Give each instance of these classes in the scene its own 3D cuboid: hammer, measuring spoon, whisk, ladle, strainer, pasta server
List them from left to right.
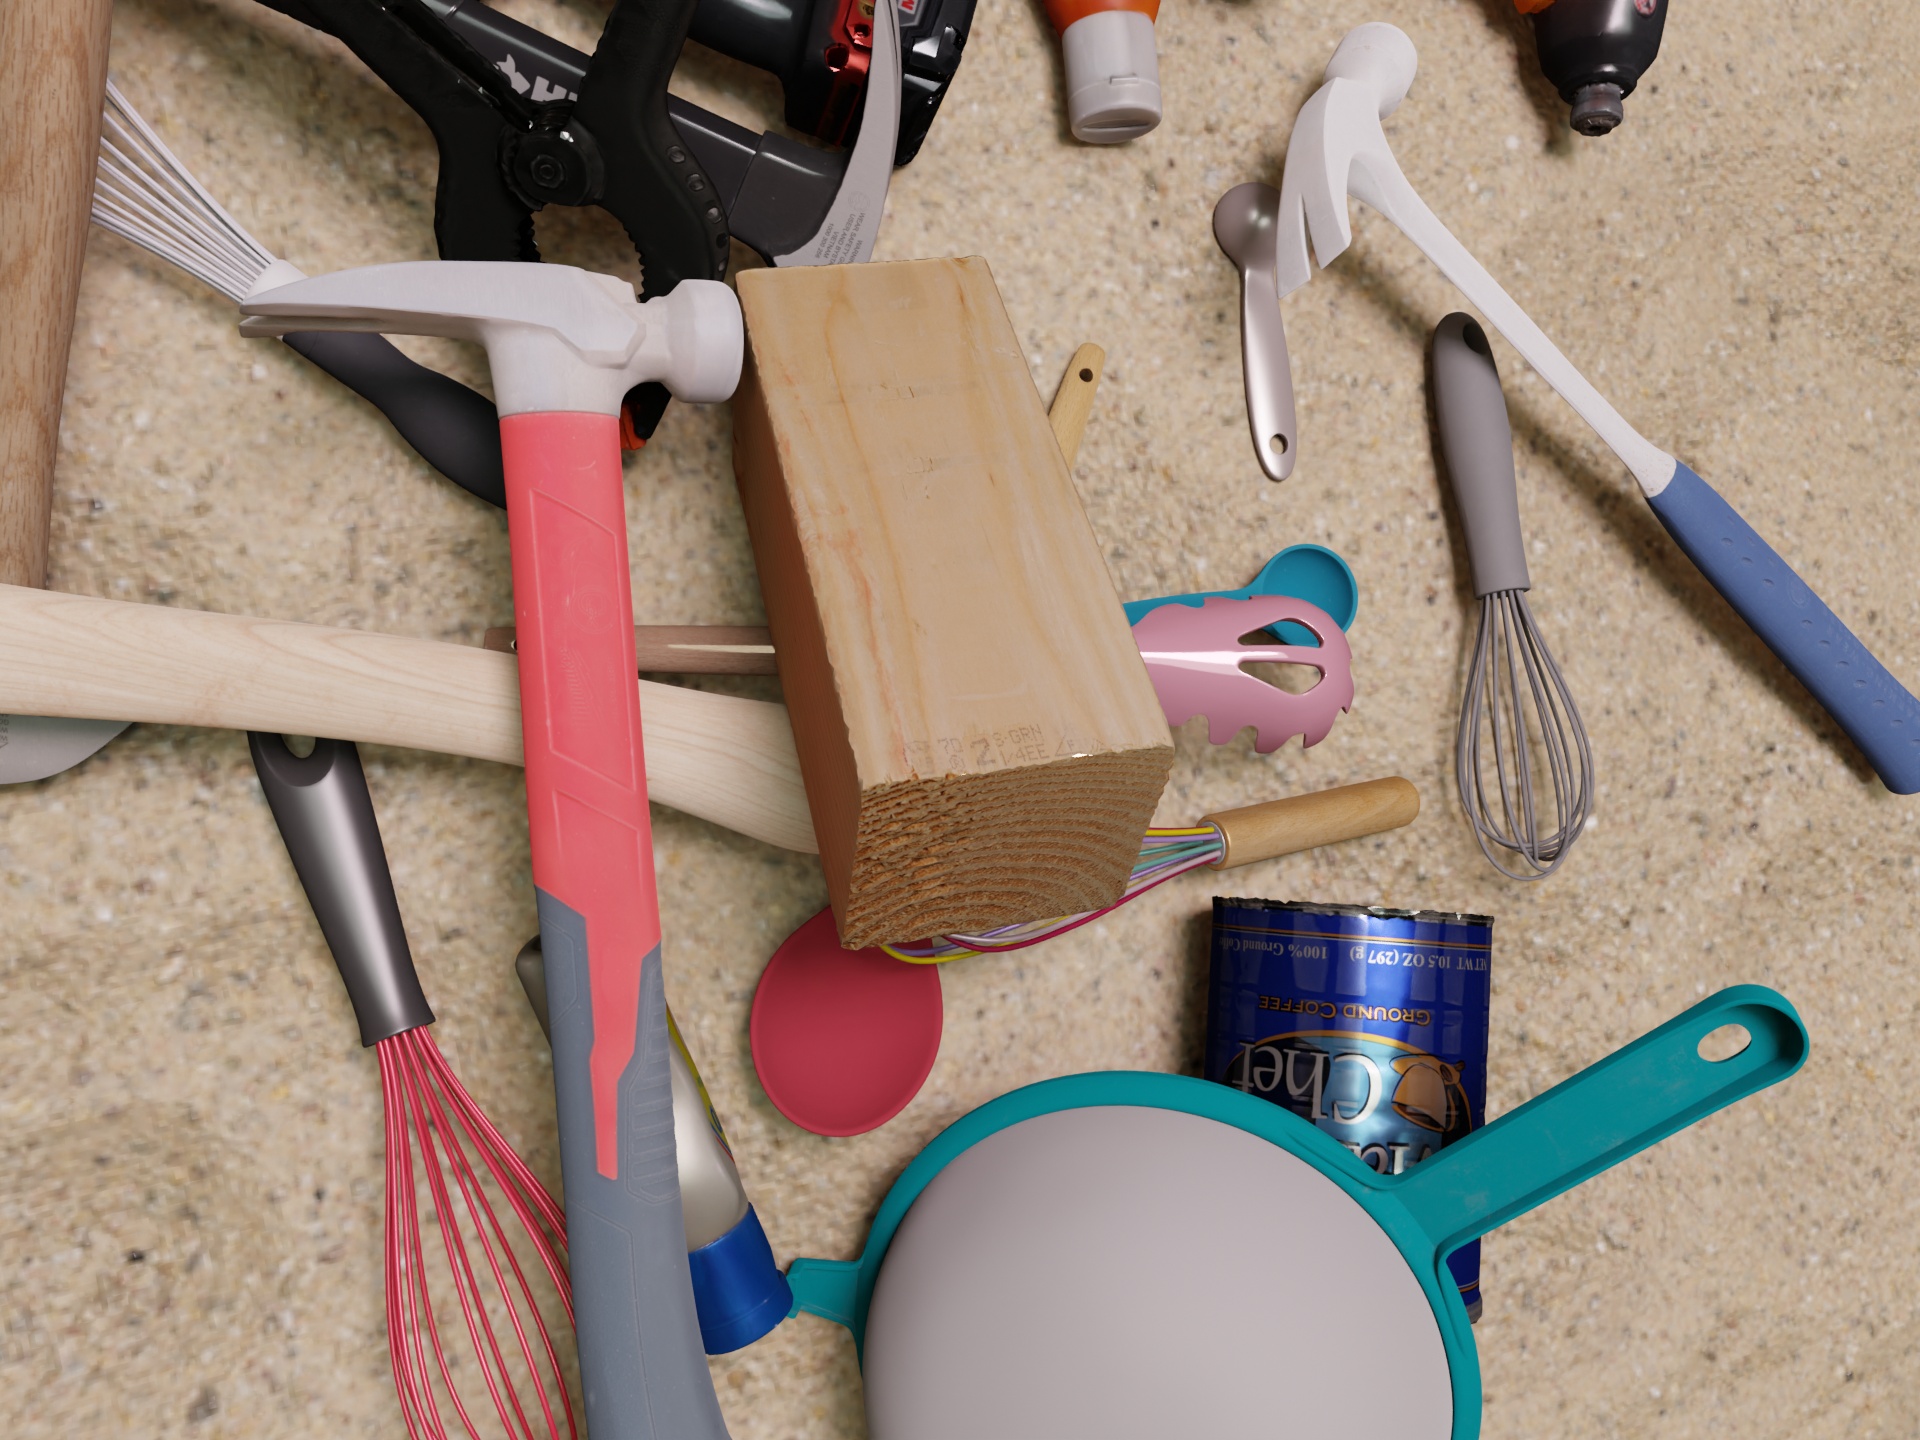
[{"bbox_3d":[-0.273,-0.140,0.469,0.130,0.031,0.331,9,101,-19],"label":"hammer"},{"bbox_3d":[-0.249,-0.157,0.517,0.284,0.070,0.070,38,76,-16],"label":"whisk"},{"bbox_3d":[-0.212,-0.023,0.480,0.410,0.038,0.146,9,95,-22],"label":"hammer"},{"bbox_3d":[-0.176,-0.229,0.506,0.334,0.146,0.035,22,35,-14],"label":"hammer"},{"bbox_3d":[-0.174,0.119,0.514,0.073,0.073,0.296,-20,84,-17],"label":"whisk"},{"bbox_3d":[-0.122,0.059,0.469,0.143,0.038,0.386,-4,88,-24],"label":"hammer"},{"bbox_3d":[-0.007,-0.022,0.570,0.316,0.040,0.060,1,79,-6],"label":"pasta server"},{"bbox_3d":[-0.001,-0.002,0.591,0.069,0.031,0.315,23,77,-11],"label":"ladle"},{"bbox_3d":[0.076,0.046,0.585,0.245,0.051,0.047,-9,84,-28],"label":"whisk"},{"bbox_3d":[0.094,-0.041,0.631,0.128,0.021,0.042,-11,89,-8],"label":"measuring spoon"},{"bbox_3d":[0.127,-0.160,0.646,0.034,0.018,0.124,-5,87,-17],"label":"measuring spoon"},{"bbox_3d":[0.100,0.188,0.475,0.340,0.095,0.211,-38,89,21],"label":"strainer"},{"bbox_3d":[0.219,-0.054,0.654,0.055,0.055,0.239,-4,82,-17],"label":"whisk"},{"bbox_3d":[0.279,-0.103,0.656,0.405,0.035,0.144,40,52,-15],"label":"hammer"}]

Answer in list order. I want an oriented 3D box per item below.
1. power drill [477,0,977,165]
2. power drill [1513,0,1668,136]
[{"bbox_3d":[-0.099,-0.315,0.565,0.226,0.080,0.188,16,81,-12],"label":"power drill"},{"bbox_3d":[0.199,-0.338,0.654,0.226,0.084,0.164,4,85,-20],"label":"power drill"}]
